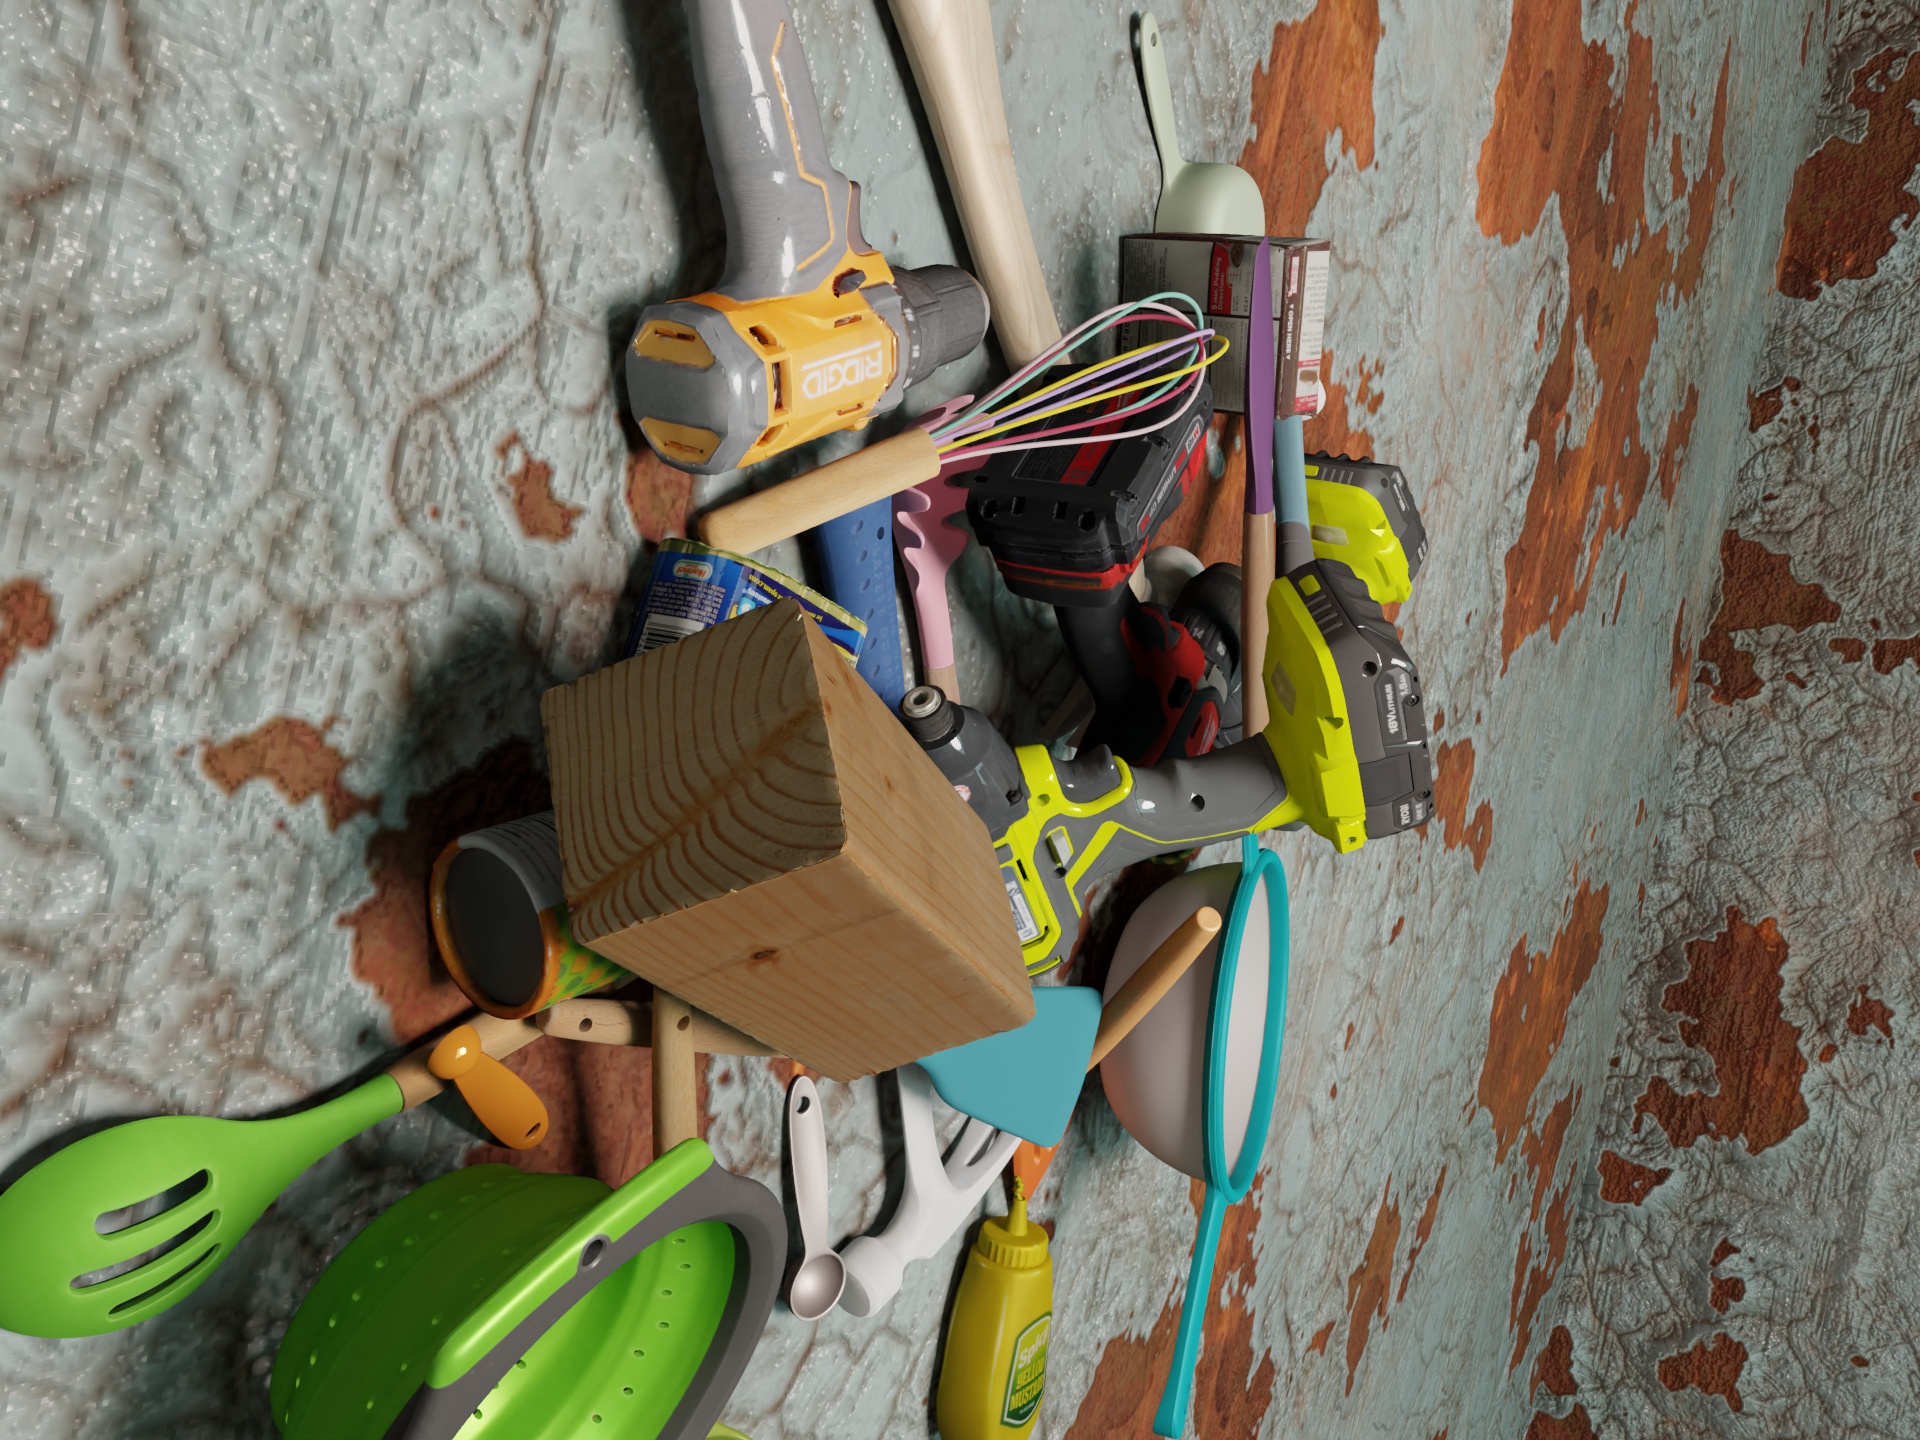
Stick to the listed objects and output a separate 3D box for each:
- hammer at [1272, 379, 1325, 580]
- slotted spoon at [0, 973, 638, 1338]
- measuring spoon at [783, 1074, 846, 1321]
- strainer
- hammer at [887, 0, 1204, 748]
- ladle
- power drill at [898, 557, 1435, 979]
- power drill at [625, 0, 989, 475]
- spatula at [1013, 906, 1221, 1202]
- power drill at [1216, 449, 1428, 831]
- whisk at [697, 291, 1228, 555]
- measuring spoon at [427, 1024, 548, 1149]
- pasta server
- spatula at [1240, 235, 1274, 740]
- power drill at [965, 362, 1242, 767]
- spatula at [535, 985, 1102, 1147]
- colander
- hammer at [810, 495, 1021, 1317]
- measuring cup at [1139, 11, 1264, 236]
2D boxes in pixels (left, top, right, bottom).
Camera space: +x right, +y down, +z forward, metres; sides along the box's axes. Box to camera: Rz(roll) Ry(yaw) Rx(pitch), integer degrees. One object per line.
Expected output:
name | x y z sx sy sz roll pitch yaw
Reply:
hammer | 0.195 -0.096 0.928 0.128 0.033 0.331 44 42 -56
slotted spoon | -0.179 0.117 0.558 0.314 0.031 0.070 -27 128 -51
measuring spoon | -0.075 0.227 0.760 0.034 0.018 0.124 -12 104 -42
strainer | 0.121 0.235 0.943 0.210 0.095 0.341 59 42 -57
hammer | 0.034 -0.168 0.772 0.146 0.038 0.410 -53 139 -30
ladle | -0.105 0.242 0.642 0.078 0.062 0.320 -27 130 -45
power drill | 0.085 0.020 0.702 0.080 0.223 0.171 -108 177 -47
power drill | -0.049 -0.220 0.595 0.185 0.084 0.226 -32 130 -48
spatula | 0.077 0.176 0.838 0.081 0.041 0.322 -55 175 -35
power drill | 0.221 -0.060 1.046 0.228 0.080 0.190 -63 144 -16
whisk | 0.007 -0.119 0.655 0.245 0.047 0.051 -25 146 -17
measuring spoon | -0.163 0.135 0.564 0.021 0.011 0.116 -49 159 -22
pasta server | -0.001 -0.002 0.770 0.060 0.040 0.316 -42 134 -47
spatula | 0.152 -0.083 0.811 0.060 0.018 0.315 -58 148 -56
power drill | 0.093 -0.068 0.792 0.188 0.080 0.226 -58 145 -33
spatula | -0.047 0.139 0.684 0.317 0.044 0.082 19 88 -51
colander | -0.173 0.285 0.583 0.204 0.094 0.396 -33 144 -46
hammer | -0.029 0.086 0.760 0.144 0.035 0.405 -33 126 -46
measuring cup | 0.130 -0.304 0.864 0.083 0.038 0.167 -56 143 -29
